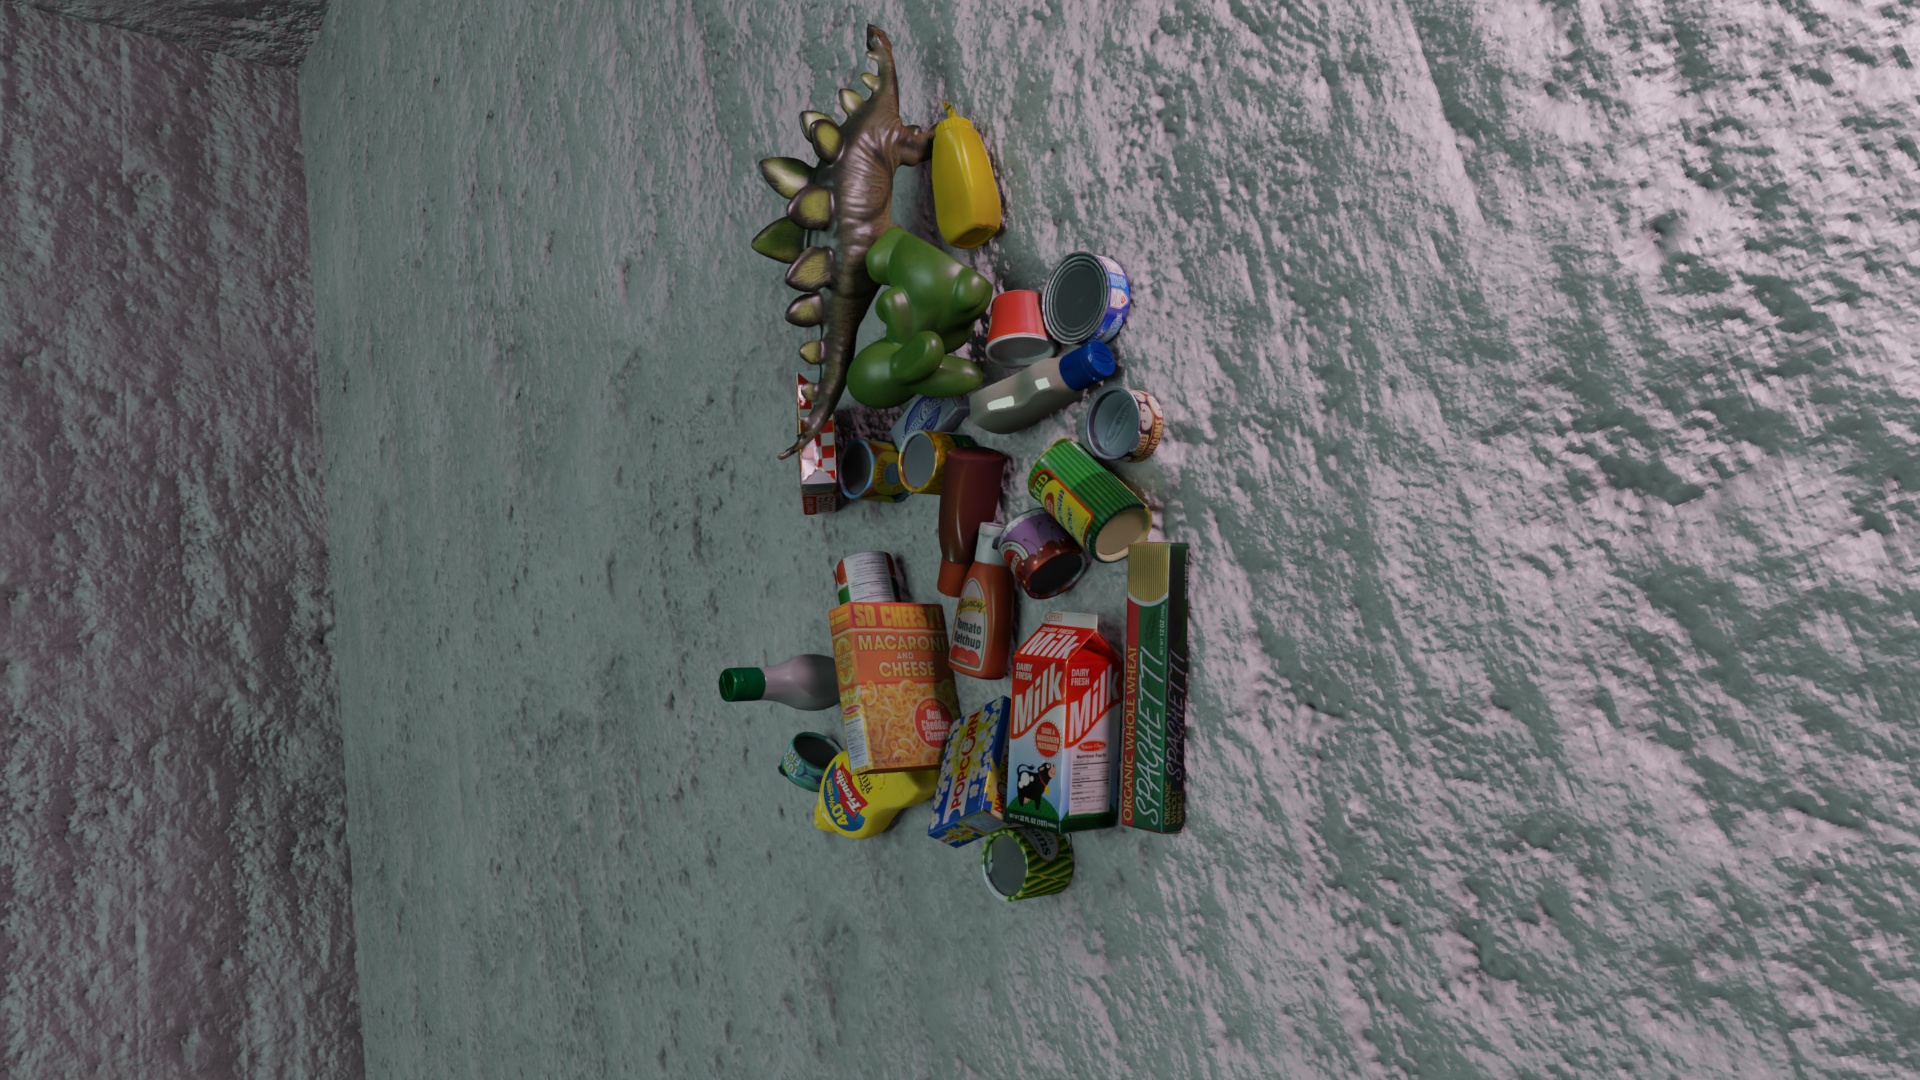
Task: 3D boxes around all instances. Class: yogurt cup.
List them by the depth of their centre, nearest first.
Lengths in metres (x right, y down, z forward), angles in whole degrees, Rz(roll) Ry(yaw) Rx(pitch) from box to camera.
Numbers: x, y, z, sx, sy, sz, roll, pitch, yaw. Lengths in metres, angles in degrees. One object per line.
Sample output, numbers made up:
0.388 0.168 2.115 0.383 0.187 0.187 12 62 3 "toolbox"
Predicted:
0.057 -0.204 1.327 0.072 0.072 0.054 -21 64 47 "yogurt cup"

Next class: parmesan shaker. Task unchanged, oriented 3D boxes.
0.115 -0.036 1.239 0.103 0.071 0.071 48 122 40 "parmesan shaker"

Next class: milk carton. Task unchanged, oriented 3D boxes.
0.094 0.159 1.245 0.072 0.073 0.190 1 88 50 "milk carton"

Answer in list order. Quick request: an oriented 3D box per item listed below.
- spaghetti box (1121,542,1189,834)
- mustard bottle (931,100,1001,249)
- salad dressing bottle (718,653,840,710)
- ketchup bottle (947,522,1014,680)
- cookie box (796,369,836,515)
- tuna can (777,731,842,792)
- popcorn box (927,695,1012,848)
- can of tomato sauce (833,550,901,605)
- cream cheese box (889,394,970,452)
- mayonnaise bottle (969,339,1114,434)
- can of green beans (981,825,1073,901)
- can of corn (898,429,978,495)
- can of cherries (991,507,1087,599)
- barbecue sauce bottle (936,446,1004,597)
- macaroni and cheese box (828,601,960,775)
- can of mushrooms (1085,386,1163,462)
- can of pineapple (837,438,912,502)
0.168 0.125 1.195 0.050 0.029 0.250 -1 86 50 "spaghetti box"
0.001 -0.379 1.417 0.065 0.049 0.160 -24 68 46 "mustard bottle"
-0.192 0.156 1.524 0.043 0.148 0.064 -43 56 39 "salad dressing bottle"
0.026 0.058 1.356 0.065 0.043 0.148 15 98 49 "ketchup bottle"
-0.159 -0.104 1.525 0.167 0.040 0.123 119 147 -78 "cookie box"
-0.166 0.246 1.545 0.071 0.071 0.032 49 122 40 "tuna can"
0.018 0.219 1.314 0.085 0.038 0.127 -33 32 42 "popcorn box"
-0.098 0.062 1.485 0.071 0.071 0.083 -34 62 43 "can of tomato sauce"
-0.032 -0.126 1.454 0.103 0.024 0.053 -48 53 36 "cream cheese box"
0.078 -0.143 1.300 0.147 0.065 0.041 -24 66 42 "mayonnaise bottle"
0.061 0.297 1.284 0.071 0.058 0.071 -5 83 49 "can of green beans"
-0.021 -0.076 1.411 0.071 0.058 0.071 -5 83 50 "can of corn"
0.073 0.013 1.283 0.071 0.071 0.058 -56 50 31 "can of cherries"
0.005 -0.017 1.376 0.044 0.065 0.148 25 115 39 "barbecue sauce bottle"
-0.064 0.147 1.392 0.040 0.124 0.167 -27 67 44 "macaroni and cheese box"
0.147 -0.101 1.235 0.071 0.033 0.071 -6 82 49 "can of mushrooms"
-0.090 -0.074 1.492 0.071 0.058 0.071 -5 83 49 "can of pineapple"
